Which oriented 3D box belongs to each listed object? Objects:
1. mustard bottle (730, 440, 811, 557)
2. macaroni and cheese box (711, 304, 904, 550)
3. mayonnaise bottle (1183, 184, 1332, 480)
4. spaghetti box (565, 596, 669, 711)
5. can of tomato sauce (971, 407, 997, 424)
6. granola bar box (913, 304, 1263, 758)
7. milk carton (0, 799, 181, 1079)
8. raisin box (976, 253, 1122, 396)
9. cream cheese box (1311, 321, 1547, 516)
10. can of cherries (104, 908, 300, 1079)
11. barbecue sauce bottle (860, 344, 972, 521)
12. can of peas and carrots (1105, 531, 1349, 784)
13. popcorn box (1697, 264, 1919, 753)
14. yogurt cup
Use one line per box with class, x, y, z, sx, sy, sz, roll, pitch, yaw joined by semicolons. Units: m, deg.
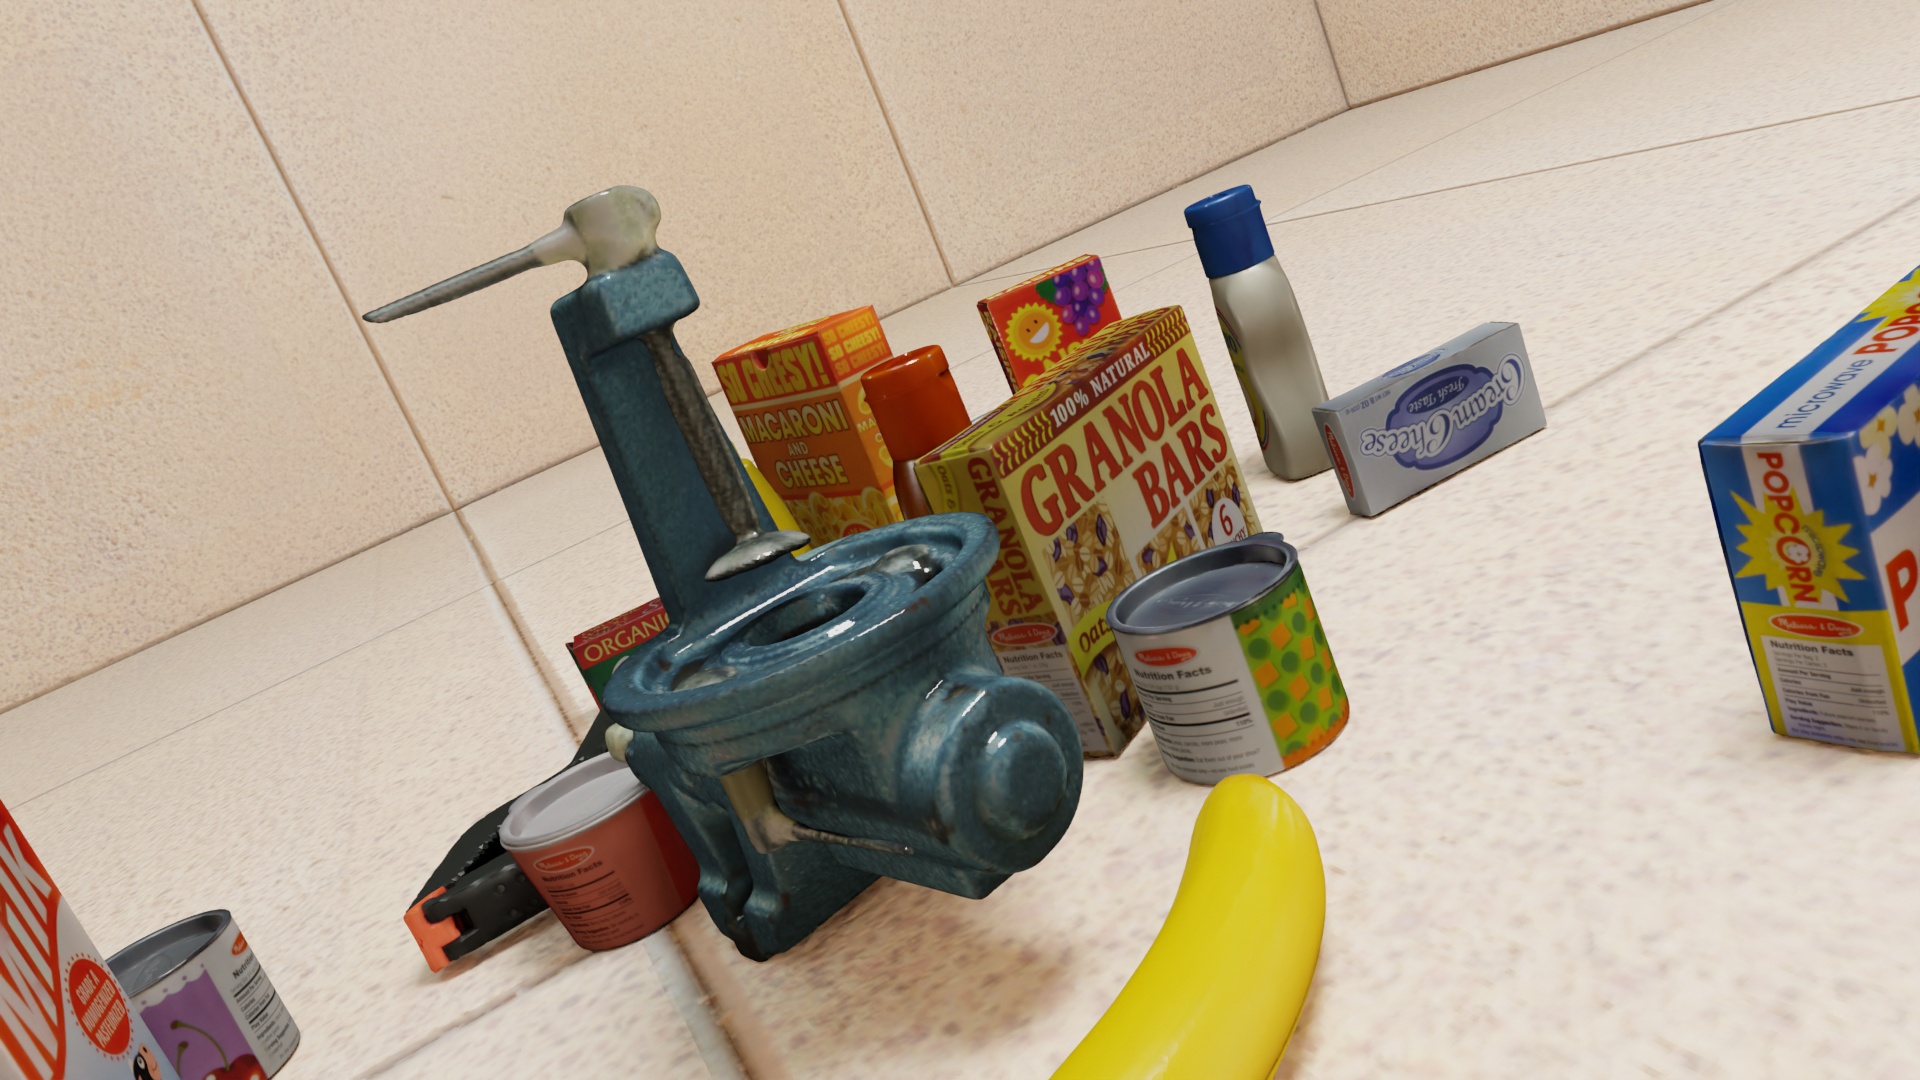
mustard bottle;-0.113;0.000;0.710;0.065;0.160;0.049;-20;14;13
macaroni and cheese box;-0.060;-0.032;0.734;0.040;0.166;0.123;-31;16;-31
mayonnaise bottle;0.156;-0.107;0.717;0.041;0.147;0.065;-22;14;5
spaghetti box;-0.105;0.029;0.817;0.250;0.050;0.029;-25;14;-11
can of tomato sauce;0.043;-0.031;0.743;0.071;0.083;0.071;-21;14;6
granola bar box;0.060;-0.009;0.552;0.039;0.124;0.166;-12;17;38
milk carton;-0.293;0.144;0.393;0.073;0.190;0.072;-25;14;-11
raisin box;0.074;-0.122;0.946;0.086;0.123;0.040;-24;14;-5
cream cheese box;0.215;-0.056;0.633;0.104;0.053;0.024;-26;14;-14
can of cherries;-0.297;0.184;0.524;0.071;0.058;0.072;-21;14;6
barbecue sauce bottle;0.002;-0.007;0.585;0.043;0.148;0.065;-18;15;19
can of peas and carrots;0.091;0.038;0.464;0.071;0.058;0.071;-21;14;6
popcorn box;0.249;-0.014;0.360;0.127;0.085;0.038;-30;16;-28
yogurt cup;-0.131;0.117;0.526;0.072;0.054;0.072;-21;14;6
